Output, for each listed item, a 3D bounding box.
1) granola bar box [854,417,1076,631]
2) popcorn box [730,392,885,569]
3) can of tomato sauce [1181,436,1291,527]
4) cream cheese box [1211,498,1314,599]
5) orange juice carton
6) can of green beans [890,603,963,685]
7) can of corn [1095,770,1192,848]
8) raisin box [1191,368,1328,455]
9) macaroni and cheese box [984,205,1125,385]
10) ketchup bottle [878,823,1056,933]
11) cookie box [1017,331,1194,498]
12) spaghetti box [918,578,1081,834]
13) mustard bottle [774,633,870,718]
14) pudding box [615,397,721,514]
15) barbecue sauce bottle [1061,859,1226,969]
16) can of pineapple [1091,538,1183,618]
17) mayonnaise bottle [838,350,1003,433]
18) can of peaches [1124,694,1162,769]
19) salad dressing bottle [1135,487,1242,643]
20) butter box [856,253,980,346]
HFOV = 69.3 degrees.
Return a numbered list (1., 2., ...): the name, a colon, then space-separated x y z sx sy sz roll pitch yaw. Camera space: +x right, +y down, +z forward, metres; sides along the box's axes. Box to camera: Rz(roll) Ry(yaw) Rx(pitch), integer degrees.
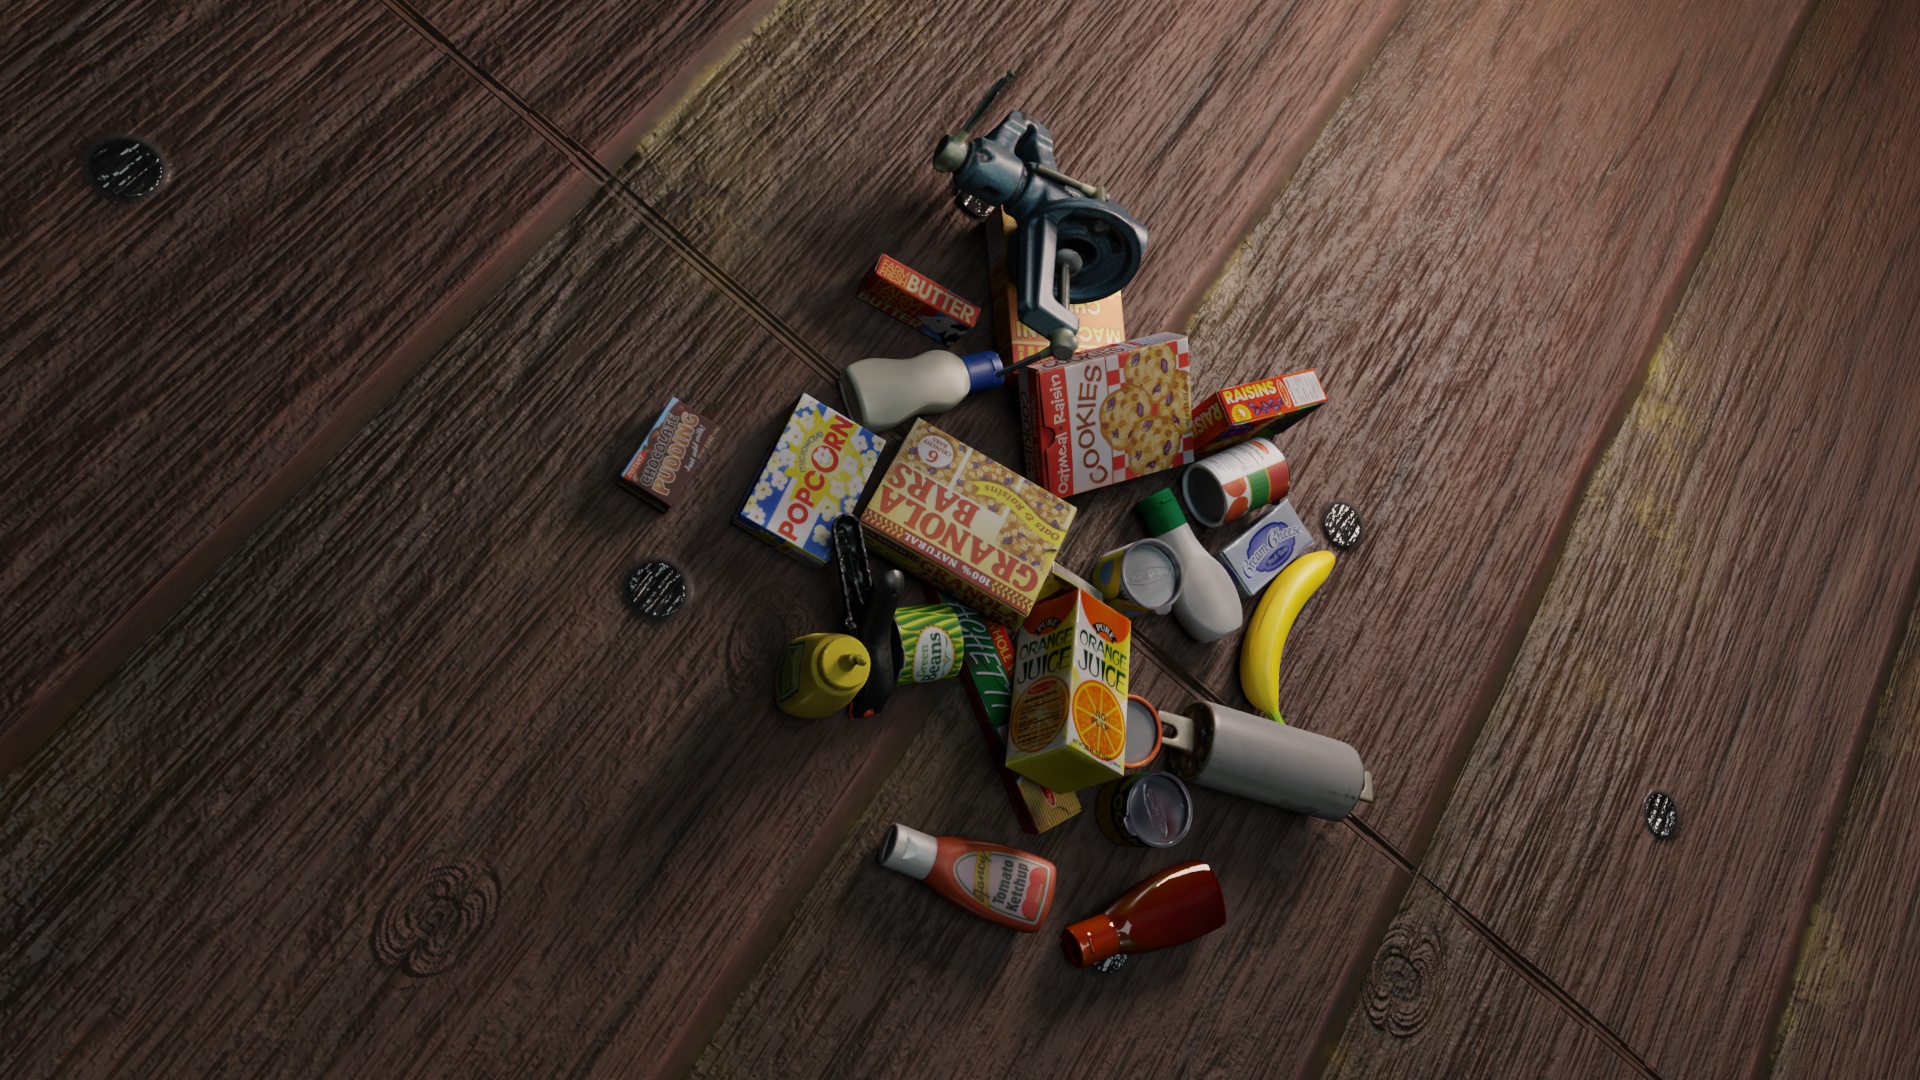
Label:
1. granola bar box: 0.004 -0.015 1.204 0.165 0.039 0.125 29 58 -4
2. popcorn box: -0.129 -0.050 1.179 0.085 0.038 0.127 30 67 -15
3. can of tomato sauce: 0.266 -0.055 1.344 0.083 0.071 0.071 -22 88 -26
4. cream cheese box: 0.298 0.008 1.365 0.104 0.024 0.053 -36 93 -27
5. orange juice carton: 0.096 0.112 1.200 0.071 0.073 0.193 33 49 -33
6. can of green beans: -0.037 0.088 1.173 0.058 0.071 0.071 -3 79 -25
7. can of corn: 0.160 0.240 1.229 0.071 0.058 0.071 6 76 -23
8. raisin box: 0.282 -0.123 1.355 0.124 0.085 0.040 -14 78 -27
9. macaroni and cheese box: 0.091 -0.229 1.320 0.124 0.040 0.166 1 77 -23
10. ketchup bottle: 0.005 0.277 1.159 0.149 0.043 0.065 23 70 -17
11. cookie box: 0.137 -0.116 1.285 0.168 0.040 0.122 -16 111 -25
12. spaghetti box: 0.034 0.131 1.215 0.050 0.028 0.250 -22 87 -27
13. mustard bottle: -0.104 0.101 1.087 0.049 0.159 0.065 11 73 -20
14. pudding box: -0.239 -0.070 1.139 0.049 0.030 0.084 34 66 -13
15. barbecue sauce bottle: 0.160 0.332 1.216 0.149 0.043 0.065 -14 84 -26
16. can of pineapple: 0.162 0.037 1.279 0.071 0.057 0.071 6 76 -23
17. mayonnaise bottle: -0.032 -0.139 1.244 0.148 0.041 0.065 -15 82 -27
18. can of peaches: 0.139 0.171 1.237 0.071 0.058 0.071 5 76 -22
19. salad dressing bottle: 0.214 0.023 1.315 0.064 0.044 0.147 -25 88 -25
20. butter box: -0.039 -0.215 1.251 0.103 0.053 0.024 27 67 -16
